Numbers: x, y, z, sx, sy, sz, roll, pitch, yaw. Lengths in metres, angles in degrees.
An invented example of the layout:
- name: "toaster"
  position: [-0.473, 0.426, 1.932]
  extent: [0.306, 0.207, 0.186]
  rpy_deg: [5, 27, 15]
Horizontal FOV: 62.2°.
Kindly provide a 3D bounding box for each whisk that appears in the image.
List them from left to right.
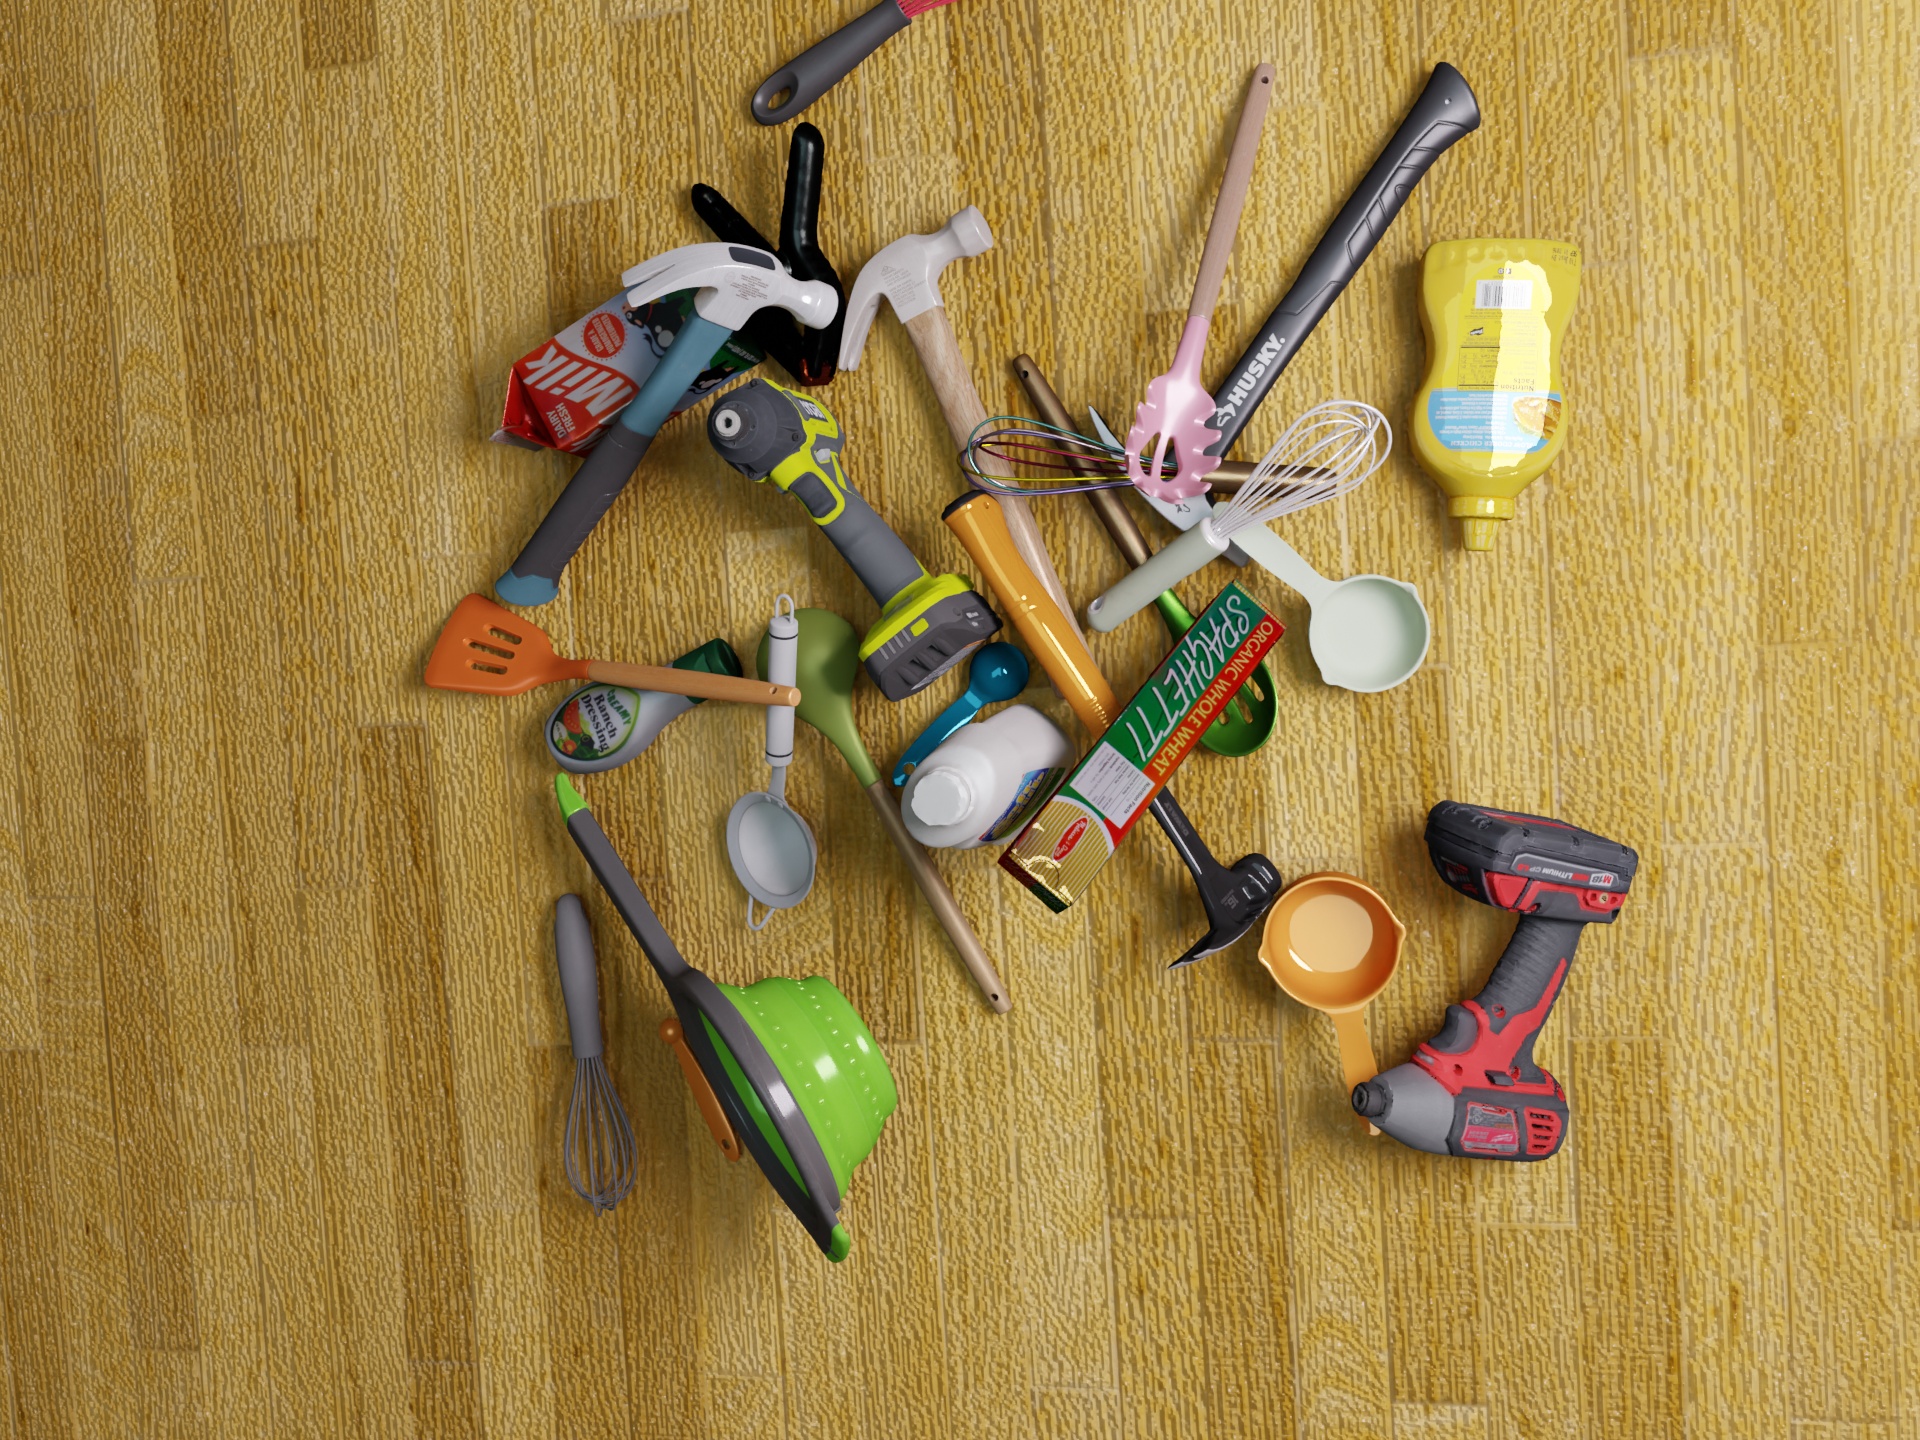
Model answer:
- name: "whisk"
  position: [-0.277, 0.247, 1.178]
  extent: [0.055, 0.055, 0.239]
  rpy_deg: [-8, 88, 13]
- name: "whisk"
  position: [-0.023, -0.493, 1.075]
  extent: [0.296, 0.073, 0.073]
  rpy_deg: [-29, 87, 19]
- name: "whisk"
  position: [0.119, -0.165, 1.031]
  extent: [0.245, 0.047, 0.051]
  rpy_deg: [5, 97, 5]
- name: "whisk"
  position: [0.167, -0.122, 1.002]
  extent: [0.059, 0.058, 0.246]
  rpy_deg: [35, 133, -21]

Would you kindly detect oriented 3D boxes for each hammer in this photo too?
- name: "hammer"
  position: [-0.226, -0.192, 1.090]
  extent: [0.331, 0.128, 0.033]
  rpy_deg: [-45, 49, 31]
- name: "hammer"
  position: [0.016, -0.171, 1.088]
  extent: [0.130, 0.031, 0.331]
  rpy_deg: [-22, 91, 22]
- name: "hammer"
  position: [0.087, -0.002, 1.031]
  extent: [0.034, 0.127, 0.337]
  rpy_deg: [-34, 89, 38]
- name: "hammer"
  position: [0.222, -0.277, 1.040]
  extent: [0.146, 0.035, 0.334]
  rpy_deg: [36, 100, 8]

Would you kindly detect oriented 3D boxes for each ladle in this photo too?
- name: "ladle"
  position: [-0.046, 0.065, 1.124]
  extent: [0.078, 0.062, 0.320]
  rpy_deg: [-29, 93, 13]

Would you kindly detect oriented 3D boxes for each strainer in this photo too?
- name: "strainer"
  position: [-0.123, 0.030, 1.099]
  extent: [0.087, 0.050, 0.258]
  rpy_deg: [25, 124, 31]

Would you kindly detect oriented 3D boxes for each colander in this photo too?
- name: "colander"
  position: [-0.155, 0.180, 1.117]
  extent: [0.094, 0.204, 0.397]
  rpy_deg: [-29, 71, -20]

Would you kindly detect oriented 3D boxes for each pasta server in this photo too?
- name: "pasta server"
  position: [0.161, -0.281, 1.011]
  extent: [0.060, 0.040, 0.316]
  rpy_deg: [18, 79, -10]

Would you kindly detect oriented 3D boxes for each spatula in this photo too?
- name: "spatula"
  position: [-0.245, -0.037, 1.115]
  extent: [0.323, 0.041, 0.081]
  rpy_deg: [8, 66, 33]

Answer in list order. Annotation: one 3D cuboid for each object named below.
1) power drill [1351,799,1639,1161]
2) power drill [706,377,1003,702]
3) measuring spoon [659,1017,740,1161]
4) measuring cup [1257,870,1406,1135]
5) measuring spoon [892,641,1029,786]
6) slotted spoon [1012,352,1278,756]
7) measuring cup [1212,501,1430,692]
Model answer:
- name: "power drill"
  position: [0.330, 0.169, 0.999]
  extent: [0.143, 0.079, 0.219]
  rpy_deg: [10, 98, -18]
- name: "power drill"
  position: [-0.076, -0.125, 1.049]
  extent: [0.080, 0.171, 0.223]
  rpy_deg: [-38, 88, 13]
- name: "measuring spoon"
  position: [-0.193, 0.274, 1.174]
  extent: [0.021, 0.011, 0.117]
  rpy_deg: [-30, 85, 32]
- name: "measuring cup"
  position: [0.254, 0.184, 1.052]
  extent: [0.095, 0.052, 0.173]
  rpy_deg: [-13, 92, 13]
- name: "measuring spoon"
  position: [-0.002, -0.003, 1.094]
  extent: [0.042, 0.021, 0.128]
  rpy_deg: [42, 83, 4]
- name: "slotted spoon"
  position: [0.121, -0.116, 1.076]
  extent: [0.070, 0.031, 0.314]
  rpy_deg: [-34, 83, 30]
- name: "measuring cup"
  position: [0.230, -0.087, 1.039]
  extent: [0.167, 0.038, 0.083]
  rpy_deg: [40, 102, 1]
